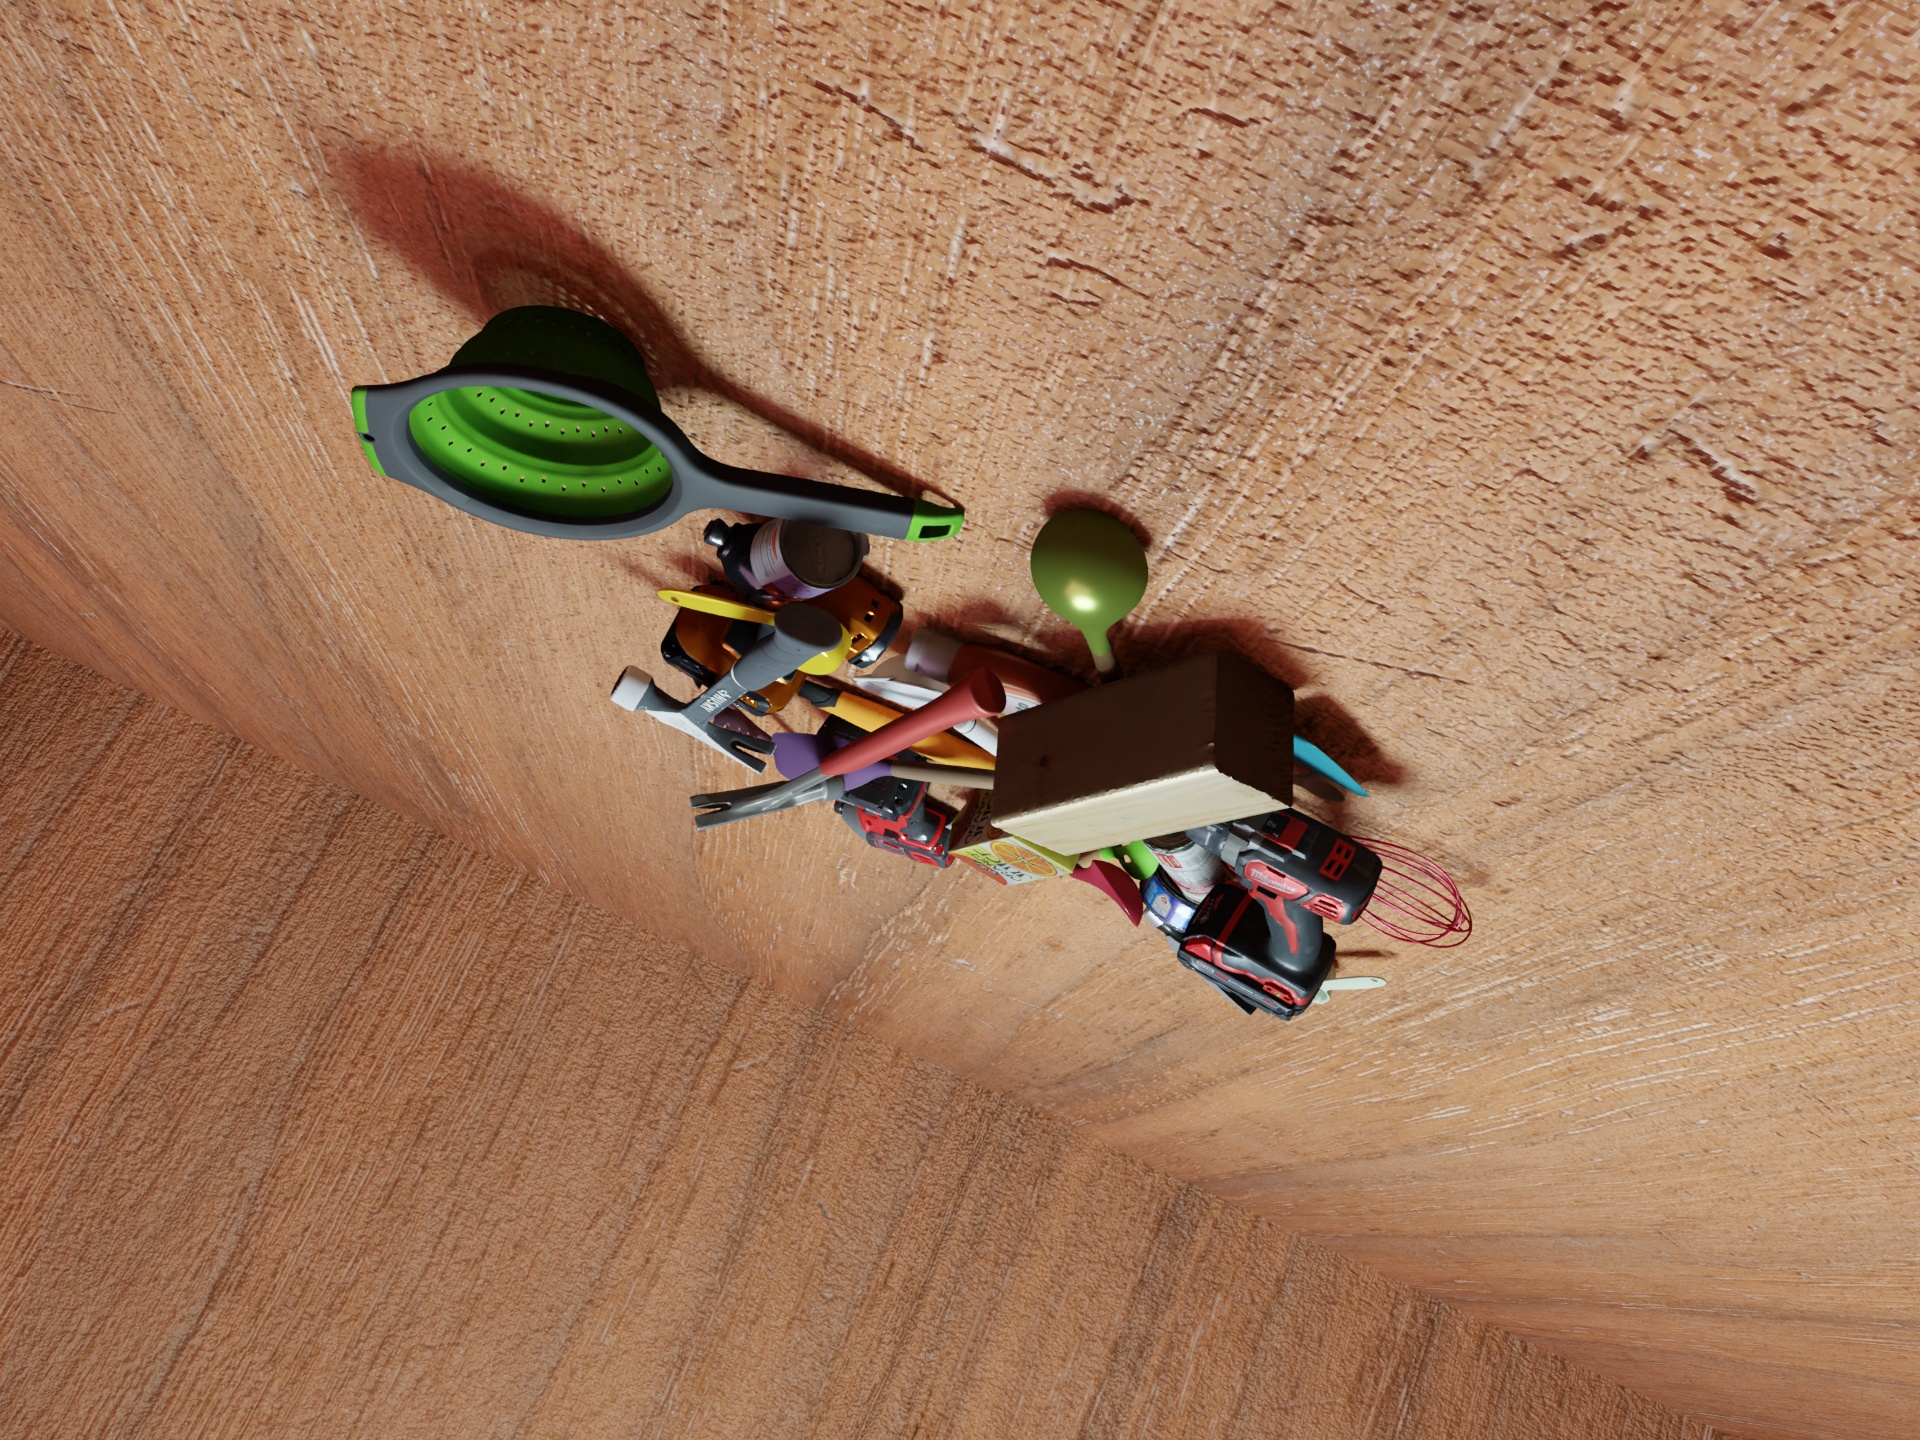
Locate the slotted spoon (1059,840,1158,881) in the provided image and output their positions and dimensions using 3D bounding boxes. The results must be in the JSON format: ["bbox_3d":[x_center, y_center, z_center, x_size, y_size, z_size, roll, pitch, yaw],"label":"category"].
[{"bbox_3d":[0.135,0.133,1.538,0.031,0.070,0.313,-8,169,-11],"label":"slotted spoon"}]

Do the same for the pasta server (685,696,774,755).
[{"bbox_3d":[-0.185,0.042,1.643,0.060,0.040,0.316,33,175,34],"label":"pasta server"}]

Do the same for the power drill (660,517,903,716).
[{"bbox_3d":[-0.162,-0.087,1.288,0.164,0.084,0.226,32,154,-18],"label":"power drill"}]

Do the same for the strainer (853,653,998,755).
[{"bbox_3d":[-0.002,-0.004,1.351,0.087,0.050,0.258,5,160,40],"label":"strainer"}]

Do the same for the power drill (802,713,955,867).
[{"bbox_3d":[-0.082,0.079,1.615,0.143,0.078,0.219,19,162,18],"label":"power drill"}]

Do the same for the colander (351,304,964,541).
[{"bbox_3d":[-0.190,-0.194,1.064,0.397,0.095,0.204,9,158,-8],"label":"colander"}]

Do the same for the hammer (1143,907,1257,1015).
[{"bbox_3d":[0.283,0.188,1.477,0.146,0.035,0.334,46,156,4],"label":"hammer"}]

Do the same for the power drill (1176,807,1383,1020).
[{"bbox_3d":[0.220,0.128,1.239,0.188,0.080,0.226,28,153,19],"label":"power drill"}]

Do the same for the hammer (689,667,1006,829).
[{"bbox_3d":[-0.085,0.026,1.304,0.149,0.037,0.359,-11,171,-36],"label":"hammer"}]

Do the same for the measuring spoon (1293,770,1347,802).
[{"bbox_3d":[0.240,0.032,1.216,0.124,0.018,0.034,21,161,30],"label":"measuring spoon"}]

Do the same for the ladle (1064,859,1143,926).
[{"bbox_3d":[0.099,0.142,1.534,0.069,0.031,0.315,58,165,-16],"label":"ladle"}]

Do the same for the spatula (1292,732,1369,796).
[{"bbox_3d":[0.162,0.030,1.225,0.317,0.044,0.082,-6,147,45],"label":"spatula"}]

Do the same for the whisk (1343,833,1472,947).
[{"bbox_3d":[0.274,0.097,1.270,0.296,0.073,0.073,29,160,4],"label":"whisk"}]

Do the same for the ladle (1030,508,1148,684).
[{"bbox_3d":[0.107,-0.054,1.127,0.078,0.062,0.320,15,165,18],"label":"ladle"}]

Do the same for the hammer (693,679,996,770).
[{"bbox_3d":[-0.103,-0.008,1.475,0.337,0.034,0.127,23,159,6],"label":"hammer"}]

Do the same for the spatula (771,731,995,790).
[{"bbox_3d":[-0.038,0.048,1.448,0.316,0.018,0.059,5,115,27],"label":"spatula"}]

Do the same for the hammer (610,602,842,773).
[{"bbox_3d":[-0.168,-0.028,1.236,0.149,0.036,0.409,30,161,-15],"label":"hammer"}]

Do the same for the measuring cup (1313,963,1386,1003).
[{"bbox_3d":[0.362,0.244,1.562,0.083,0.038,0.167,33,157,-20],"label":"measuring cup"}]

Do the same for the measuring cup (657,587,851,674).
[{"bbox_3d":[-0.160,-0.069,1.200,0.156,0.029,0.062,14,151,9],"label":"measuring cup"}]
